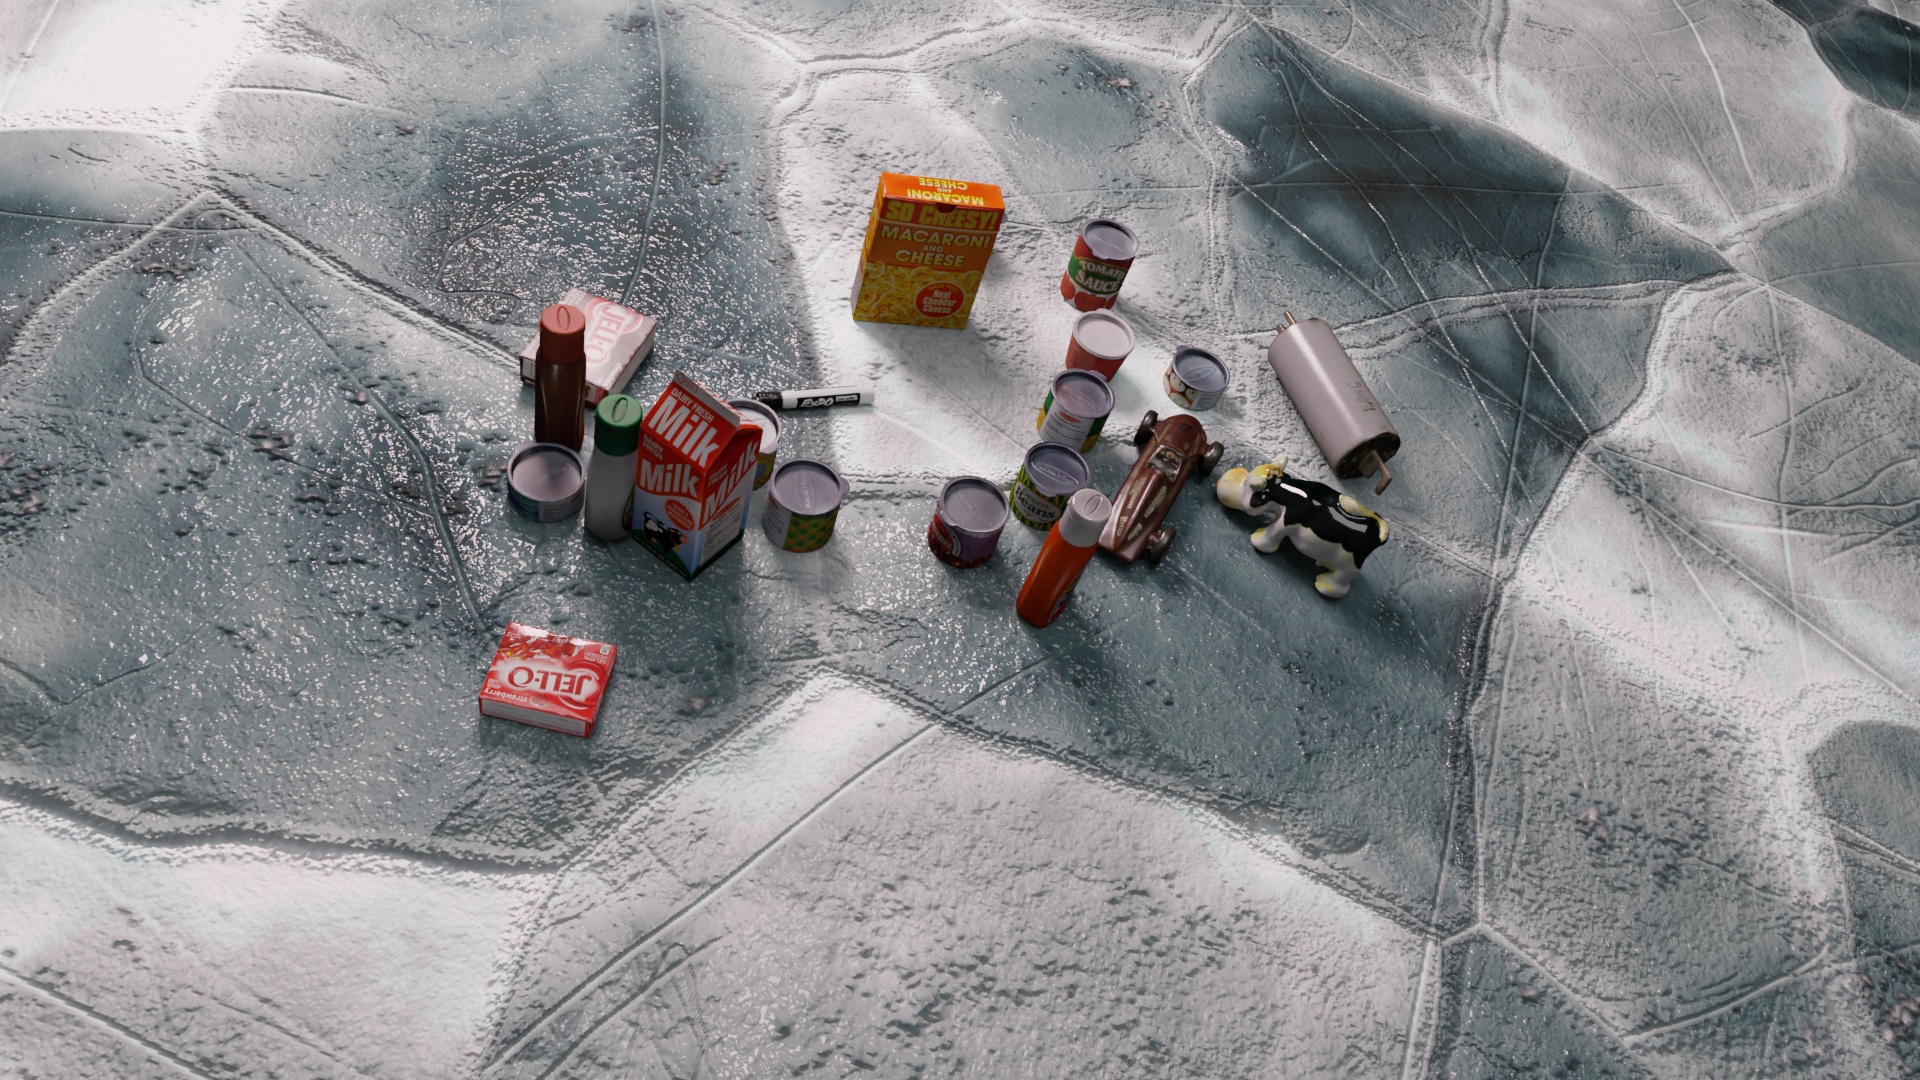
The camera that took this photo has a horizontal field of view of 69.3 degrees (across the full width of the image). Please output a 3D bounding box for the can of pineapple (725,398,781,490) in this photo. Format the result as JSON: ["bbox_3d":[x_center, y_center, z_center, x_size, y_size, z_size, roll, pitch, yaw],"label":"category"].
[{"bbox_3d":[-0.199,-0.085,1.269,0.071,0.057,0.071,9,51,-11],"label":"can of pineapple"}]

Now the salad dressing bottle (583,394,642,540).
[{"bbox_3d":[-0.290,-0.060,1.163,0.044,0.146,0.064,13,51,-7],"label":"salad dressing bottle"}]

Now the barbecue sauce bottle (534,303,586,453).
[{"bbox_3d":[-0.347,-0.140,1.207,0.044,0.147,0.065,-2,54,-19],"label":"barbecue sauce bottle"}]

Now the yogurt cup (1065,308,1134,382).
[{"bbox_3d":[0.144,-0.200,1.468,0.072,0.053,0.073,9,51,-11],"label":"yogurt cup"}]

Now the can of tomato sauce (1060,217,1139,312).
[{"bbox_3d":[0.152,-0.300,1.529,0.071,0.082,0.071,9,51,-11],"label":"can of tomato sauce"}]

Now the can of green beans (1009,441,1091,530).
[{"bbox_3d":[0.085,-0.052,1.331,0.071,0.057,0.071,9,51,-11],"label":"can of green beans"}]

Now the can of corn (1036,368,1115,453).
[{"bbox_3d":[0.117,-0.131,1.402,0.071,0.058,0.071,9,51,-11],"label":"can of corn"}]

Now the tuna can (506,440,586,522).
[{"bbox_3d":[-0.362,-0.052,1.208,0.071,0.032,0.071,9,51,-11],"label":"tuna can"}]

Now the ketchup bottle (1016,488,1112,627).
[{"bbox_3d":[0.092,0.013,1.224,0.043,0.148,0.065,32,51,8],"label":"ketchup bottle"}]

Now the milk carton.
[{"bbox_3d":[-0.219,-0.059,1.156,0.072,0.189,0.074,37,52,12],"label":"milk carton"}]

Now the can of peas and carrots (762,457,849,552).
[{"bbox_3d":[-0.139,-0.032,1.245,0.071,0.058,0.071,9,51,-11],"label":"can of peas and carrots"}]

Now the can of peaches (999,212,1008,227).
[{"bbox_3d":[0.012,-0.345,1.537,0.071,0.057,0.071,9,51,-11],"label":"can of peaches"}]

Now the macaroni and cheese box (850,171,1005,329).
[{"bbox_3d":[-0.036,-0.289,1.408,0.124,0.165,0.040,2,53,-16],"label":"macaroni and cheese box"}]

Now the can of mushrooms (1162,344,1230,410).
[{"bbox_3d":[0.252,-0.175,1.495,0.071,0.033,0.071,9,51,-11],"label":"can of mushrooms"}]

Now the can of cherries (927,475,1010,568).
[{"bbox_3d":[0.005,-0.016,1.278,0.071,0.058,0.072,9,51,-11],"label":"can of cherries"}]
